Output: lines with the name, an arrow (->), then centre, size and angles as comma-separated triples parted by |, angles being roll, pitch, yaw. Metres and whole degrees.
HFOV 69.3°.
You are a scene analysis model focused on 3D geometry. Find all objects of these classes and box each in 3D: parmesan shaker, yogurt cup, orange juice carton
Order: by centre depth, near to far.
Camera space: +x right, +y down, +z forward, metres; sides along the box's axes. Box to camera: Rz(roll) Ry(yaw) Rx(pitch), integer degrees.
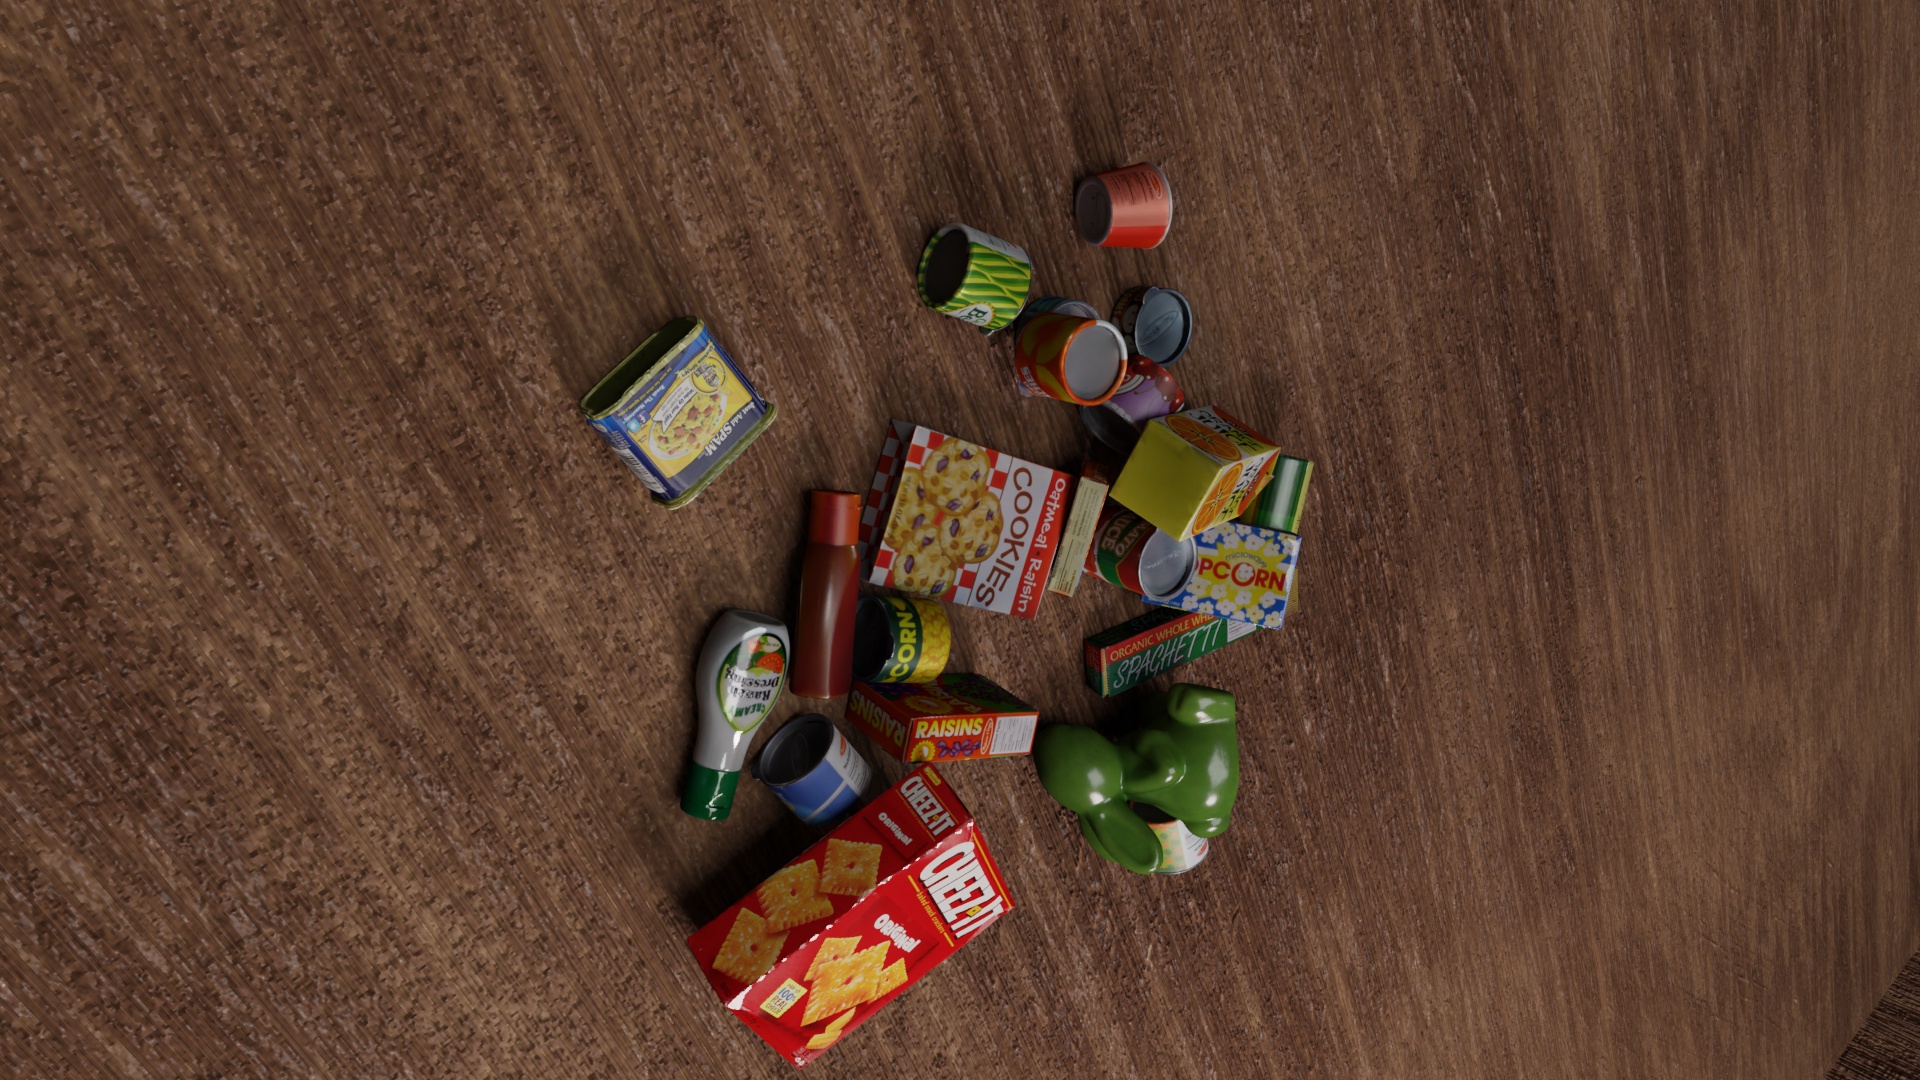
yogurt cup -> 0.126, -0.261, 1.092 | 0.054, 0.072, 0.072 | -11, 110, -25
orange juice carton -> 0.205, -0.061, 1.158 | 0.193, 0.072, 0.072 | -18, 139, -59
parmesan shaker -> 0.278, -0.030, 1.270 | 0.071, 0.071, 0.103 | 7, 97, -38

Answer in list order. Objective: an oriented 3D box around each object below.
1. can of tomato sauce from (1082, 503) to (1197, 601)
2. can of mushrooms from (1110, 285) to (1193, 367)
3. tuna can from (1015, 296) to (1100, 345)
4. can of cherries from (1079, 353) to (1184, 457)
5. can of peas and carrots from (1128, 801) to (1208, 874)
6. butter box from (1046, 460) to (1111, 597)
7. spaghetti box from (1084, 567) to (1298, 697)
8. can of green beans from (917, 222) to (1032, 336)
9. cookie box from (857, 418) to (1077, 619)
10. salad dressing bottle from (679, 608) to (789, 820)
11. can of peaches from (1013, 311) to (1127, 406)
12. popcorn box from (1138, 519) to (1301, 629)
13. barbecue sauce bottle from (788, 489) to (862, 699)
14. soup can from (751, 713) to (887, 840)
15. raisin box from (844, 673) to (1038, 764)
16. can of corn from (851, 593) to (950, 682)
can of tomato sauce -> 0.146, 0.007, 1.167 | 0.071, 0.083, 0.071 | -11, 109, -34
can of mushrooms -> 0.159, -0.181, 1.157 | 0.071, 0.033, 0.070 | -11, 110, -34
tuna can -> 0.080, -0.161, 1.104 | 0.071, 0.033, 0.071 | -11, 109, -34
can of cherries -> 0.140, -0.113, 1.141 | 0.058, 0.071, 0.071 | -48, 126, -16
can of peas and carrots -> 0.190, 0.264, 1.285 | 0.071, 0.071, 0.058 | -29, 118, -27
butter box -> 0.098, -0.010, 1.134 | 0.024, 0.053, 0.103 | 17, 109, 4
spaghetti box -> 0.215, 0.078, 1.274 | 0.251, 0.029, 0.050 | -19, 113, -32
can of green beans -> 0.010, -0.194, 1.021 | 0.058, 0.071, 0.071 | 13, 95, -38
cookie box -> 0.004, -0.014, 1.084 | 0.167, 0.040, 0.123 | 15, 93, -37
salad dressing bottle -> -0.165, 0.125, 0.994 | 0.064, 0.044, 0.147 | 12, 96, -39
can of peaches -> 0.083, -0.136, 1.053 | 0.071, 0.058, 0.071 | -11, 109, -34
popcorn box -> 0.227, 0.023, 1.219 | 0.127, 0.038, 0.085 | 11, 98, -1
barbecue sauce bottle -> -0.096, 0.038, 1.013 | 0.044, 0.065, 0.148 | 6, 95, 7
soup can -> -0.104, 0.182, 1.043 | 0.071, 0.071, 0.083 | -46, 125, -17
raisin box -> -0.014, 0.137, 1.082 | 0.123, 0.086, 0.040 | 3, 106, -37
can of corn -> -0.048, 0.075, 1.050 | 0.058, 0.071, 0.071 | 6, 99, -38
